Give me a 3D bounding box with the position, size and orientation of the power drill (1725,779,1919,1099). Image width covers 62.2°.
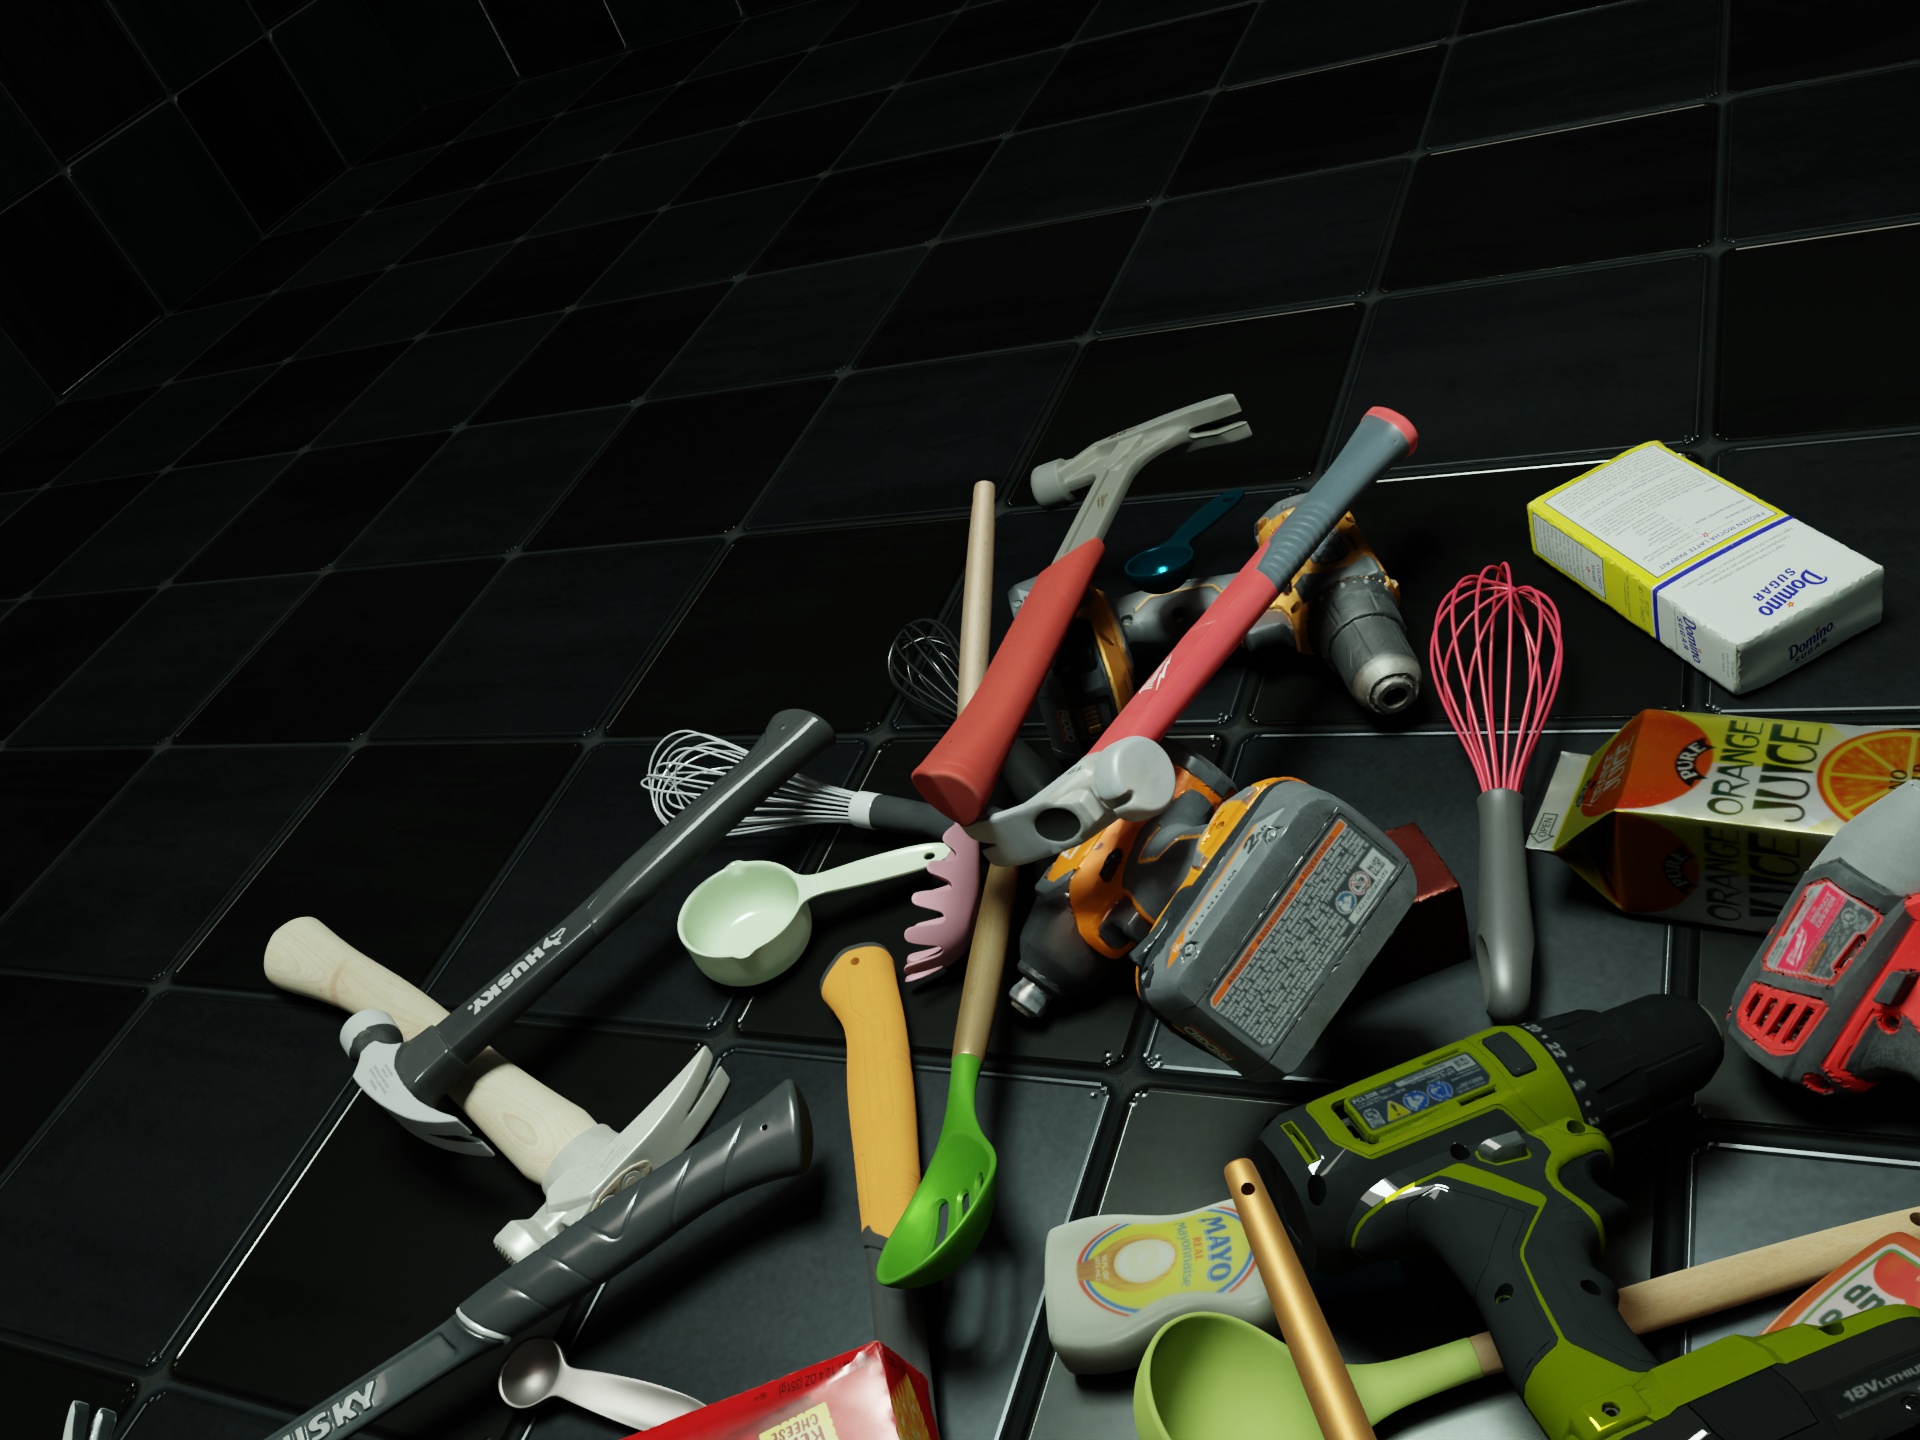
[{"bbox_3d":[0.399,0.118,0.576,0.078,0.143,0.220,7,24,-31],"label":"power drill"}]

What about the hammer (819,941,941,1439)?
[{"bbox_3d":[-0.026,0.231,0.762,0.127,0.034,0.337,-21,37,7],"label":"hammer"}]

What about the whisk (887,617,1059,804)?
[{"bbox_3d":[0.013,0.005,1.007,0.055,0.055,0.239,-31,42,-8],"label":"whisk"}]

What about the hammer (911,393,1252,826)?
[{"bbox_3d":[0.062,-0.072,0.906,0.149,0.036,0.359,-15,30,33],"label":"hammer"}]

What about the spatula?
[{"bbox_3d":[0.152,0.295,0.536,0.081,0.041,0.323,-20,46,1],"label":"spatula"}]

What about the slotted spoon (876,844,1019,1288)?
[{"bbox_3d":[0.009,0.151,0.792,0.070,0.031,0.314,-40,20,30],"label":"slotted spoon"}]

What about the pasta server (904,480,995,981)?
[{"bbox_3d":[-0.001,-0.003,0.932,0.040,0.060,0.316,3,67,1],"label":"pasta server"}]

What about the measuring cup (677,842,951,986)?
[{"bbox_3d":[-0.082,0.110,0.942,0.167,0.038,0.083,-16,38,-1],"label":"measuring cup"}]

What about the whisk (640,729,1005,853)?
[{"bbox_3d":[-0.085,0.051,0.998,0.285,0.070,0.070,6,47,29],"label":"whisk"}]

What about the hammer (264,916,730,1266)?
[{"bbox_3d":[-0.311,0.191,0.970,0.411,0.038,0.146,18,53,43],"label":"hammer"}]

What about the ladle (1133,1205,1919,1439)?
[{"bbox_3d":[0.222,0.231,0.608,0.320,0.062,0.078,-18,42,4],"label":"ladle"}]

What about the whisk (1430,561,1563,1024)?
[{"bbox_3d":[0.278,0.027,0.820,0.073,0.073,0.296,-6,46,23],"label":"whisk"}]

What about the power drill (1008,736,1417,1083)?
[{"bbox_3d":[0.102,0.093,0.762,0.164,0.084,0.226,-53,15,-6],"label":"power drill"}]

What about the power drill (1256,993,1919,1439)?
[{"bbox_3d":[0.237,0.189,0.565,0.190,0.080,0.229,-20,28,-7],"label":"power drill"}]

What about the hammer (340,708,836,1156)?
[{"bbox_3d":[-0.202,0.110,0.930,0.335,0.035,0.146,-42,39,-16],"label":"hammer"}]

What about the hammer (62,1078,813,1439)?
[{"bbox_3d":[-0.248,0.297,0.763,0.409,0.036,0.149,-32,55,-7],"label":"hammer"}]

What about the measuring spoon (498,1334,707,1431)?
[{"bbox_3d":[-0.164,0.321,0.752,0.124,0.018,0.034,5,54,24],"label":"measuring spoon"}]

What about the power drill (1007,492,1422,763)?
[{"bbox_3d":[0.155,-0.046,0.962,0.226,0.084,0.186,-17,39,3],"label":"power drill"}]

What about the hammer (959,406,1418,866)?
[{"bbox_3d":[0.146,-0.060,0.878,0.386,0.038,0.143,-46,12,-35],"label":"hammer"}]

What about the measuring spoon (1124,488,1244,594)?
[{"bbox_3d":[0.144,-0.108,0.971,0.042,0.021,0.128,3,32,38],"label":"measuring spoon"}]
